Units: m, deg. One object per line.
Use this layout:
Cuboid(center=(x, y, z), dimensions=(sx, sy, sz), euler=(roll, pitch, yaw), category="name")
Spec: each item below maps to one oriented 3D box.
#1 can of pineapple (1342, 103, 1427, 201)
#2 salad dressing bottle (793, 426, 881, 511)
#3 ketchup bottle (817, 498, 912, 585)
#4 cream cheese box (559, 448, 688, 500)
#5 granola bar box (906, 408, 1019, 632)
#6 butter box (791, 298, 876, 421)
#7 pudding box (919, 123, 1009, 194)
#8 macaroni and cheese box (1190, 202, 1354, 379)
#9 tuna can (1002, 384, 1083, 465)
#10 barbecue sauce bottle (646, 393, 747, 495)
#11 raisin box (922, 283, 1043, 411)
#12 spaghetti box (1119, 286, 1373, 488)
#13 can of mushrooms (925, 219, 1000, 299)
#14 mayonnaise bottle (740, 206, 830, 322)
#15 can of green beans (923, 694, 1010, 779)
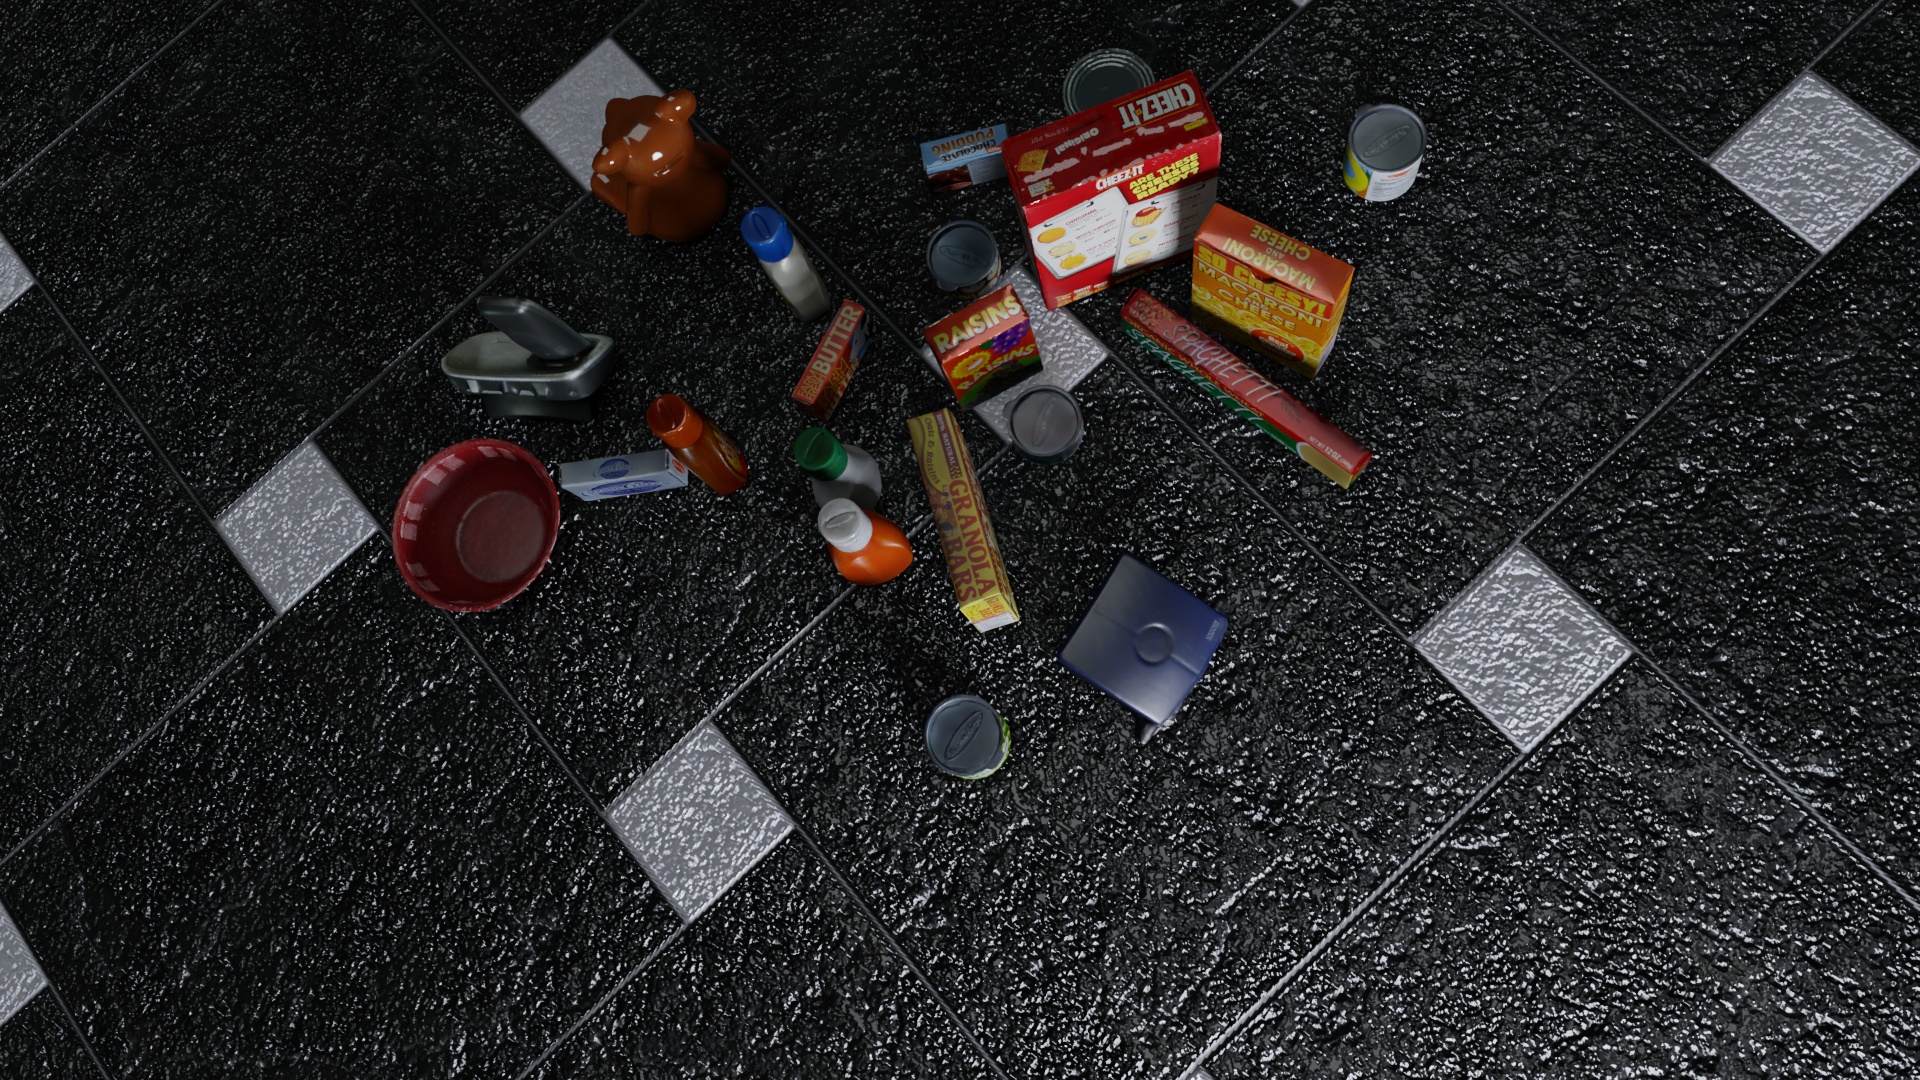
Cuboid(center=(0.373, -0.343, 1.225), dimensions=(0.071, 0.057, 0.071), euler=(-2, 76, 8), category="can of pineapple")
Cuboid(center=(-0.105, -0.058, 1.184), dimensions=(0.044, 0.147, 0.064), euler=(25, 82, 14), category="salad dressing bottle")
Cuboid(center=(-0.083, 0.001, 1.165), dimensions=(0.065, 0.148, 0.043), euler=(-23, 75, 3), category="ketchup bottle")
Cuboid(center=(-0.305, -0.059, 1.264), dimensions=(0.104, 0.053, 0.024), euler=(-8, 76, 7), category="cream cheese box")
Cuboid(center=(0.004, -0.015, 1.168), dimensions=(0.039, 0.124, 0.166), euler=(-17, 75, 5), category="granola bar box")
Cuboid(center=(-0.113, -0.162, 1.259), dimensions=(0.024, 0.053, 0.103), euler=(25, 82, 14), category="butter box")
Cuboid(center=(0.007, -0.353, 1.289), dimensions=(0.084, 0.049, 0.030), euler=(-13, 75, 6), category="pudding box")
Cuboid(center=(0.254, -0.203, 1.153), dimensions=(0.124, 0.166, 0.040), euler=(29, 83, 14), category="macaroni and cheese box")
Cuboid(center=(0.073, -0.102, 1.226), dimensions=(0.071, 0.032, 0.071), euler=(-2, 76, 8), category="tuna can")
Cuboid(center=(-0.230, -0.087, 1.210), dimensions=(0.043, 0.148, 0.065), euler=(-27, 74, 2), category="barbecue sauce bottle")
Cuboid(center=(0.022, -0.165, 1.202), dimensions=(0.086, 0.123, 0.040), euler=(-28, 74, 2), category="raisin box")
Cuboid(center=(0.242, -0.132, 1.198), dimensions=(0.250, 0.050, 0.029), euler=(38, 85, 15), category="spaghetti box")
Cuboid(center=(0.002, -0.255, 1.274), dimensions=(0.071, 0.033, 0.071), euler=(-2, 76, 8), category="can of mushrooms")
Cuboid(center=(-0.157, -0.249, 1.238), dimensions=(0.041, 0.148, 0.065), euler=(-31, 74, 1), category="mayonnaise bottle")
Cuboid(center=(0.007, 0.165, 1.158), dimensions=(0.071, 0.057, 0.071), euler=(-2, 76, 8), category="can of green beans")
